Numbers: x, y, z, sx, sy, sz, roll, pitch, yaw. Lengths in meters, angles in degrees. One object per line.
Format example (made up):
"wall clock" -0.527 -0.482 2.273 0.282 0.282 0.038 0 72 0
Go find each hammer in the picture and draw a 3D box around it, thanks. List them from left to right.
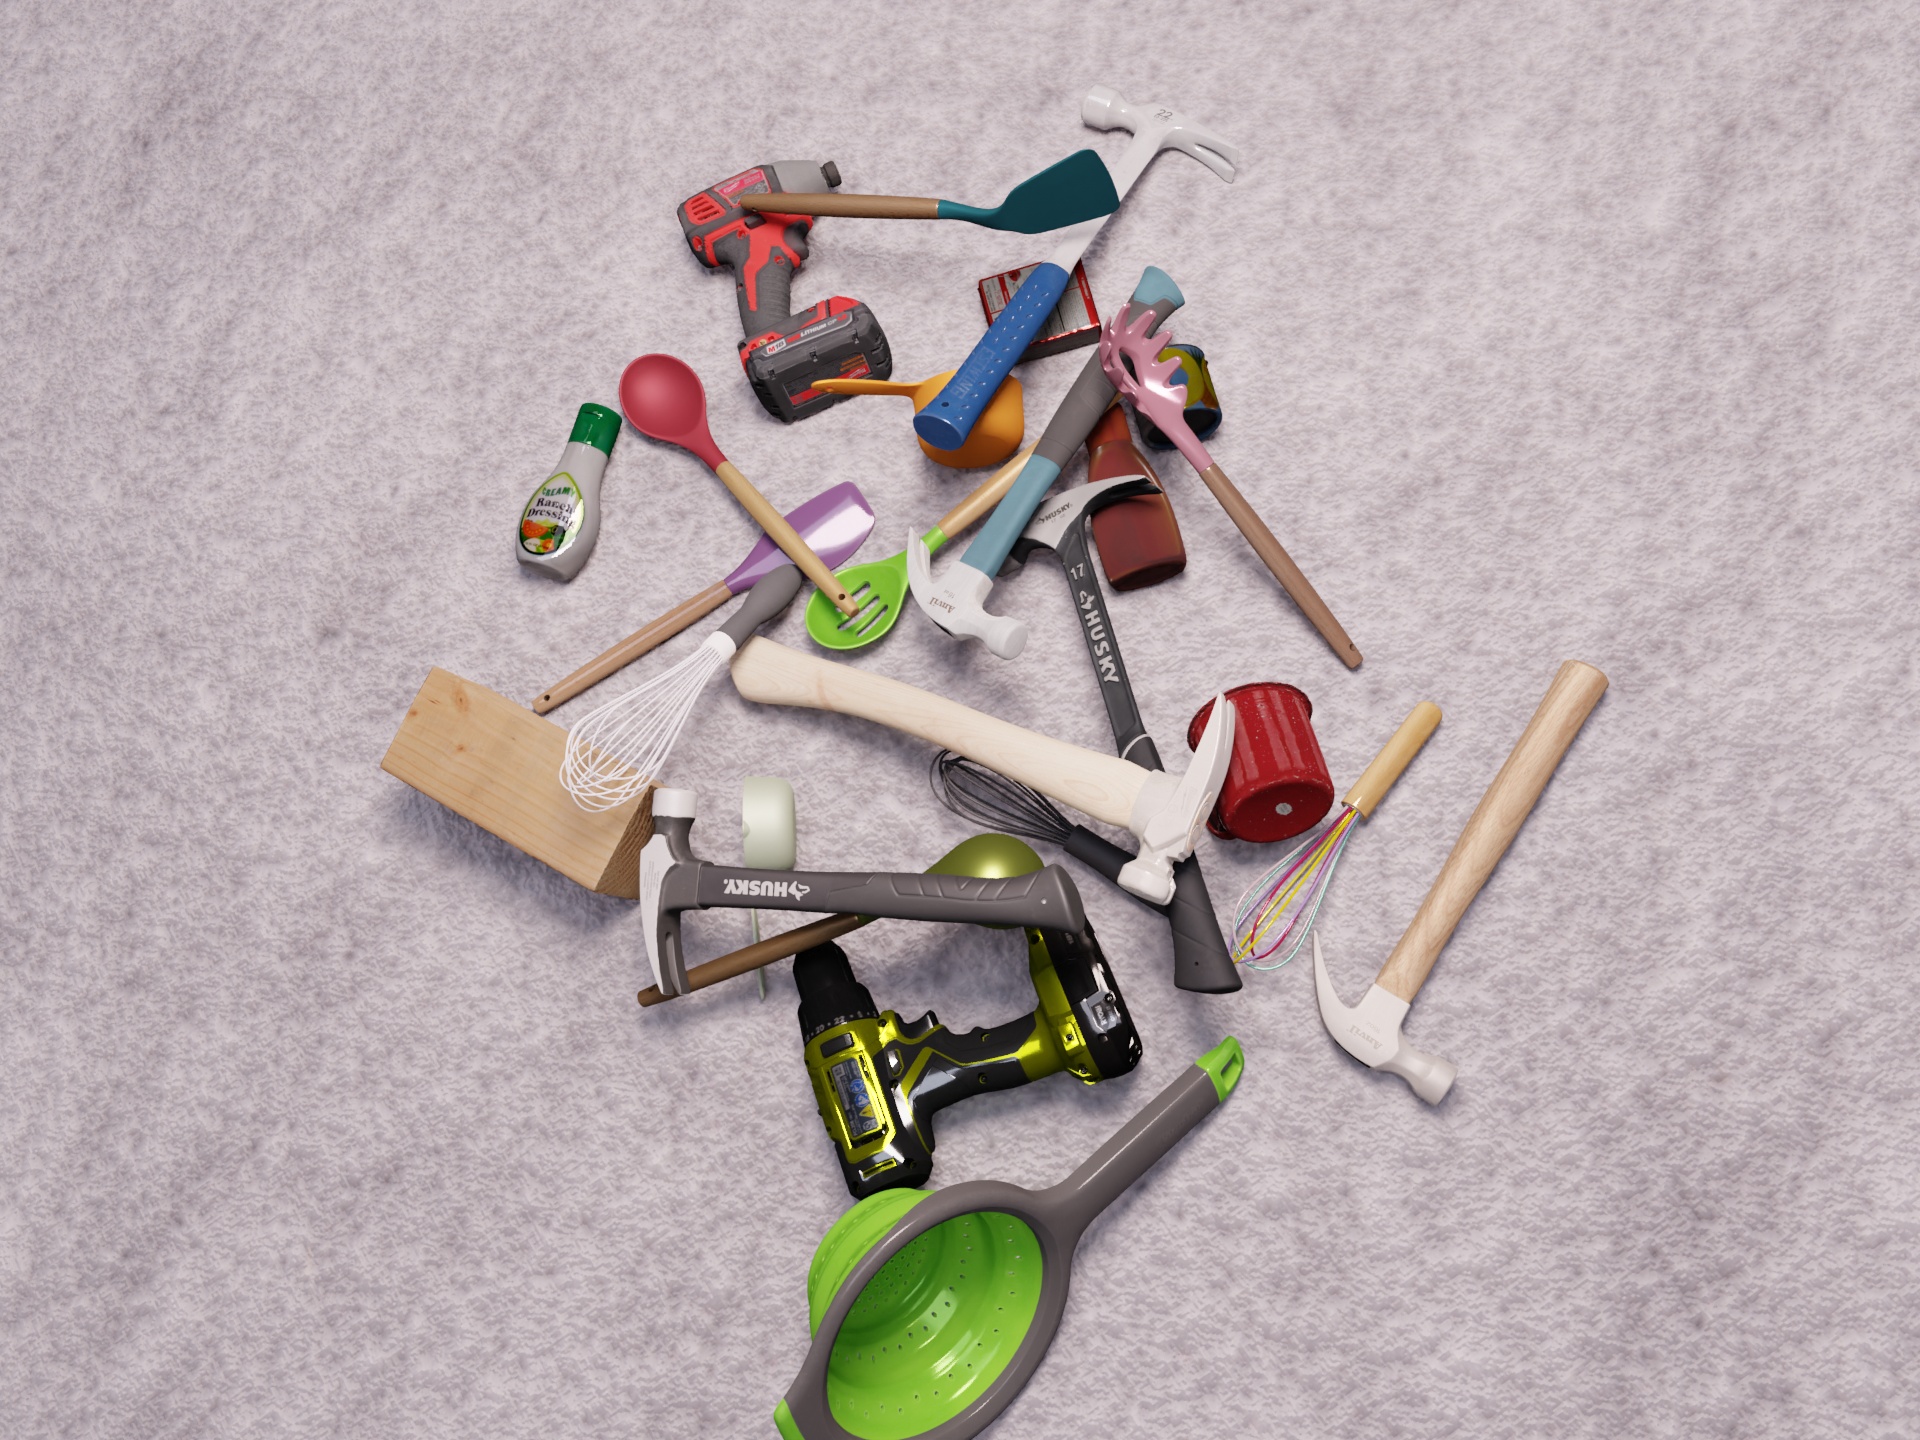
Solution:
"hammer" -0.075 0.124 1.085 0.335 0.035 0.146 0 81 24
"hammer" -0.002 -0.004 1.158 0.411 0.038 0.146 20 81 31
"hammer" 0.073 -0.205 1.201 0.128 0.033 0.331 27 79 32
"hammer" 0.084 -0.359 1.253 0.144 0.035 0.406 25 61 14
"hammer" 0.125 0.004 1.138 0.149 0.036 0.409 -28 61 25
"hammer" 0.361 0.097 1.128 0.130 0.031 0.331 31 80 16

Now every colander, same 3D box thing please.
"colander" 0.028 0.333 1.078 0.397 0.204 0.095 -37 35 -19

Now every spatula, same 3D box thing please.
"spatula" -0.208 -0.092 1.286 0.316 0.018 0.060 -32 81 -2
"spatula" -0.035 -0.413 1.257 0.317 0.082 0.044 10 79 24

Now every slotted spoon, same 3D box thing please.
"slotted spoon" 0.007 -0.162 1.247 0.314 0.031 0.070 -39 66 4

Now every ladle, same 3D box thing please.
"ladle" -0.178 -0.190 1.292 0.069 0.031 0.316 -40 66 -4
"ladle" -0.088 0.156 1.134 0.320 0.062 0.078 -22 36 16

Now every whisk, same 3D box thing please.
"whisk" -0.199 -0.034 1.187 0.070 0.070 0.285 25 49 15
"whisk" 0.081 0.089 1.171 0.239 0.055 0.055 30 80 12
"whisk" 0.271 0.082 1.140 0.051 0.047 0.245 33 77 33

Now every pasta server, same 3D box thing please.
"pasta server" 0.202 -0.167 1.173 0.060 0.040 0.316 -40 95 -29

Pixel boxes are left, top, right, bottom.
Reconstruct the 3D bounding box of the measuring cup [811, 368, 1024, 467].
"measuring cup" -0.031 -0.235 1.241 0.173 0.095 0.052 0 74 -22

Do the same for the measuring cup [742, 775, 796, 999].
"measuring cup" -0.139 0.124 1.191 0.038 0.083 0.167 -4 88 -3

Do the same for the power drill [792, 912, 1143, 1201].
"power drill" -0.004 0.211 1.130 0.228 0.080 0.191 -24 62 4

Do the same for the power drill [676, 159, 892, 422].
"power drill" -0.141 -0.373 1.333 0.143 0.078 0.220 -23 68 2
